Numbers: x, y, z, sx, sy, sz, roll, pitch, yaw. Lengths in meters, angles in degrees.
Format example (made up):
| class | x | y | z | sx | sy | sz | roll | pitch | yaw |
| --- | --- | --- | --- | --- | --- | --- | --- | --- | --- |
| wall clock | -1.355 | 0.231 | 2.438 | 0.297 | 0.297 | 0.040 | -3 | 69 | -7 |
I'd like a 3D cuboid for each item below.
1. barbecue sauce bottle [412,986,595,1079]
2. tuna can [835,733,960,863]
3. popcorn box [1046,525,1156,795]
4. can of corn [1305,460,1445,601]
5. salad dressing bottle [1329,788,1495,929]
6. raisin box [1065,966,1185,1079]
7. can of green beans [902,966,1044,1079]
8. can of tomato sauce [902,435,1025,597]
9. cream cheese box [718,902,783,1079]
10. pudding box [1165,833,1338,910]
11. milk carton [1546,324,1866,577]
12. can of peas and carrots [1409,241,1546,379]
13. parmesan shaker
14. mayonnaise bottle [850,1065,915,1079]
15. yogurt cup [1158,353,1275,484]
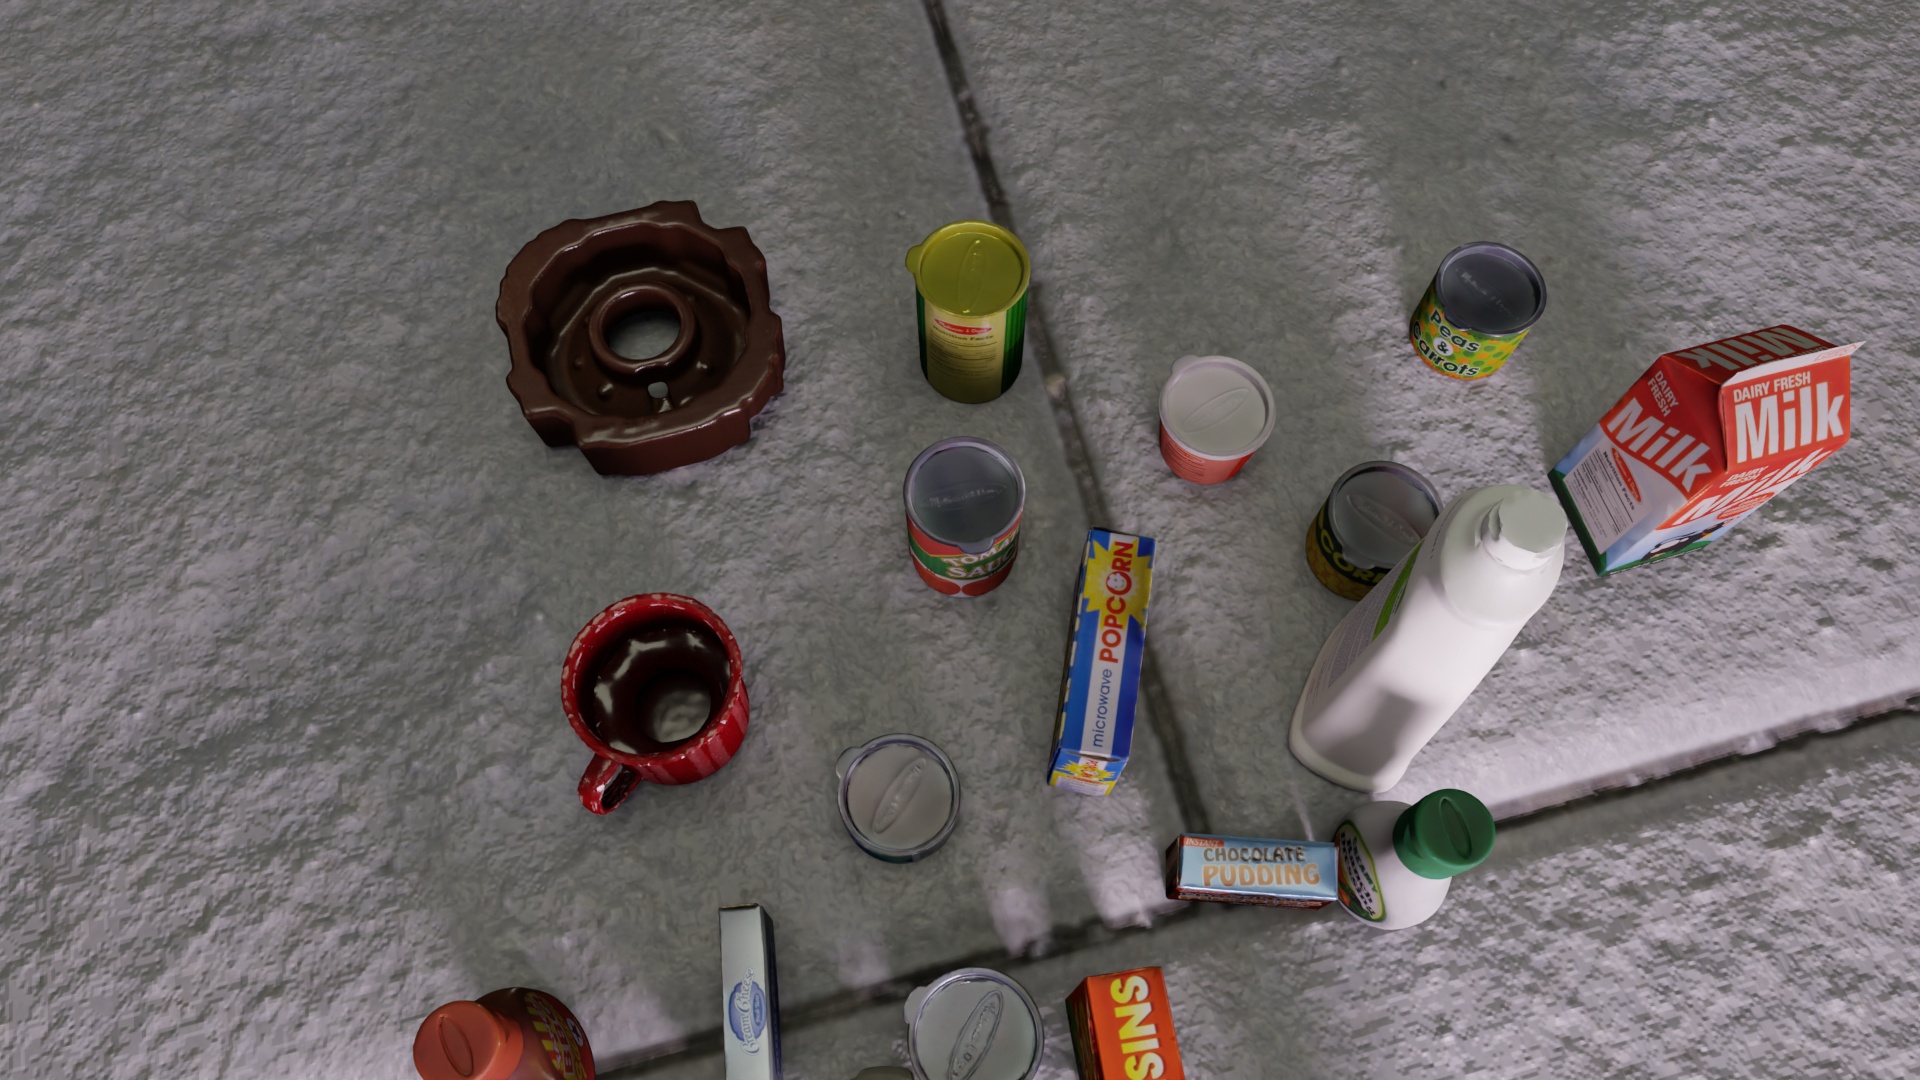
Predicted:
| class | x | y | z | sx | sy | sz | roll | pitch | yaw |
| --- | --- | --- | --- | --- | --- | --- | --- | --- | --- |
| barbecue sauce bottle | -0.212 | 0.239 | 0.648 | 0.044 | 0.148 | 0.065 | -29 | 71 | -11 |
| tuna can | -0.035 | 0.139 | 0.754 | 0.071 | 0.032 | 0.071 | 0 | 67 | 0 |
| popcorn box | 0.076 | 0.067 | 0.756 | 0.038 | 0.085 | 0.127 | 9 | 68 | 3 |
| can of corn | 0.237 | -0.002 | 0.801 | 0.071 | 0.058 | 0.071 | 0 | 67 | 0 |
| salad dressing bottle | 0.221 | 0.155 | 0.687 | 0.044 | 0.147 | 0.064 | -13 | 68 | -5 |
| raisin box | 0.078 | 0.252 | 0.658 | 0.040 | 0.123 | 0.086 | -8 | 68 | -3 |
| can of green beans | 0.007 | 0.250 | 0.694 | 0.071 | 0.057 | 0.071 | 0 | 67 | 0 |
| can of tomato sauce | 0.003 | -0.010 | 0.789 | 0.071 | 0.082 | 0.071 | 0 | 68 | 0 |
| cream cheese box | -0.105 | 0.239 | 0.700 | 0.024 | 0.053 | 0.104 | -6 | 68 | -3 |
| pudding box | 0.153 | 0.174 | 0.731 | 0.084 | 0.049 | 0.030 | 4 | 68 | 1 |
| milk carton | 0.401 | -0.053 | 0.751 | 0.072 | 0.189 | 0.073 | -15 | 69 | -6 |
| can of peas and carrots | 0.317 | -0.139 | 0.858 | 0.071 | 0.058 | 0.071 | 0 | 67 | 0 |
| parmesan shaker | 0.004 | -0.135 | 0.831 | 0.071 | 0.102 | 0.071 | 0 | 68 | 0 |
| mayonnaise bottle | -0.037 | 0.273 | 0.635 | 0.041 | 0.147 | 0.065 | 0 | 68 | 0 |
| yogurt cup | 0.149 | -0.069 | 0.830 | 0.072 | 0.053 | 0.072 | 0 | 67 | 0 |
